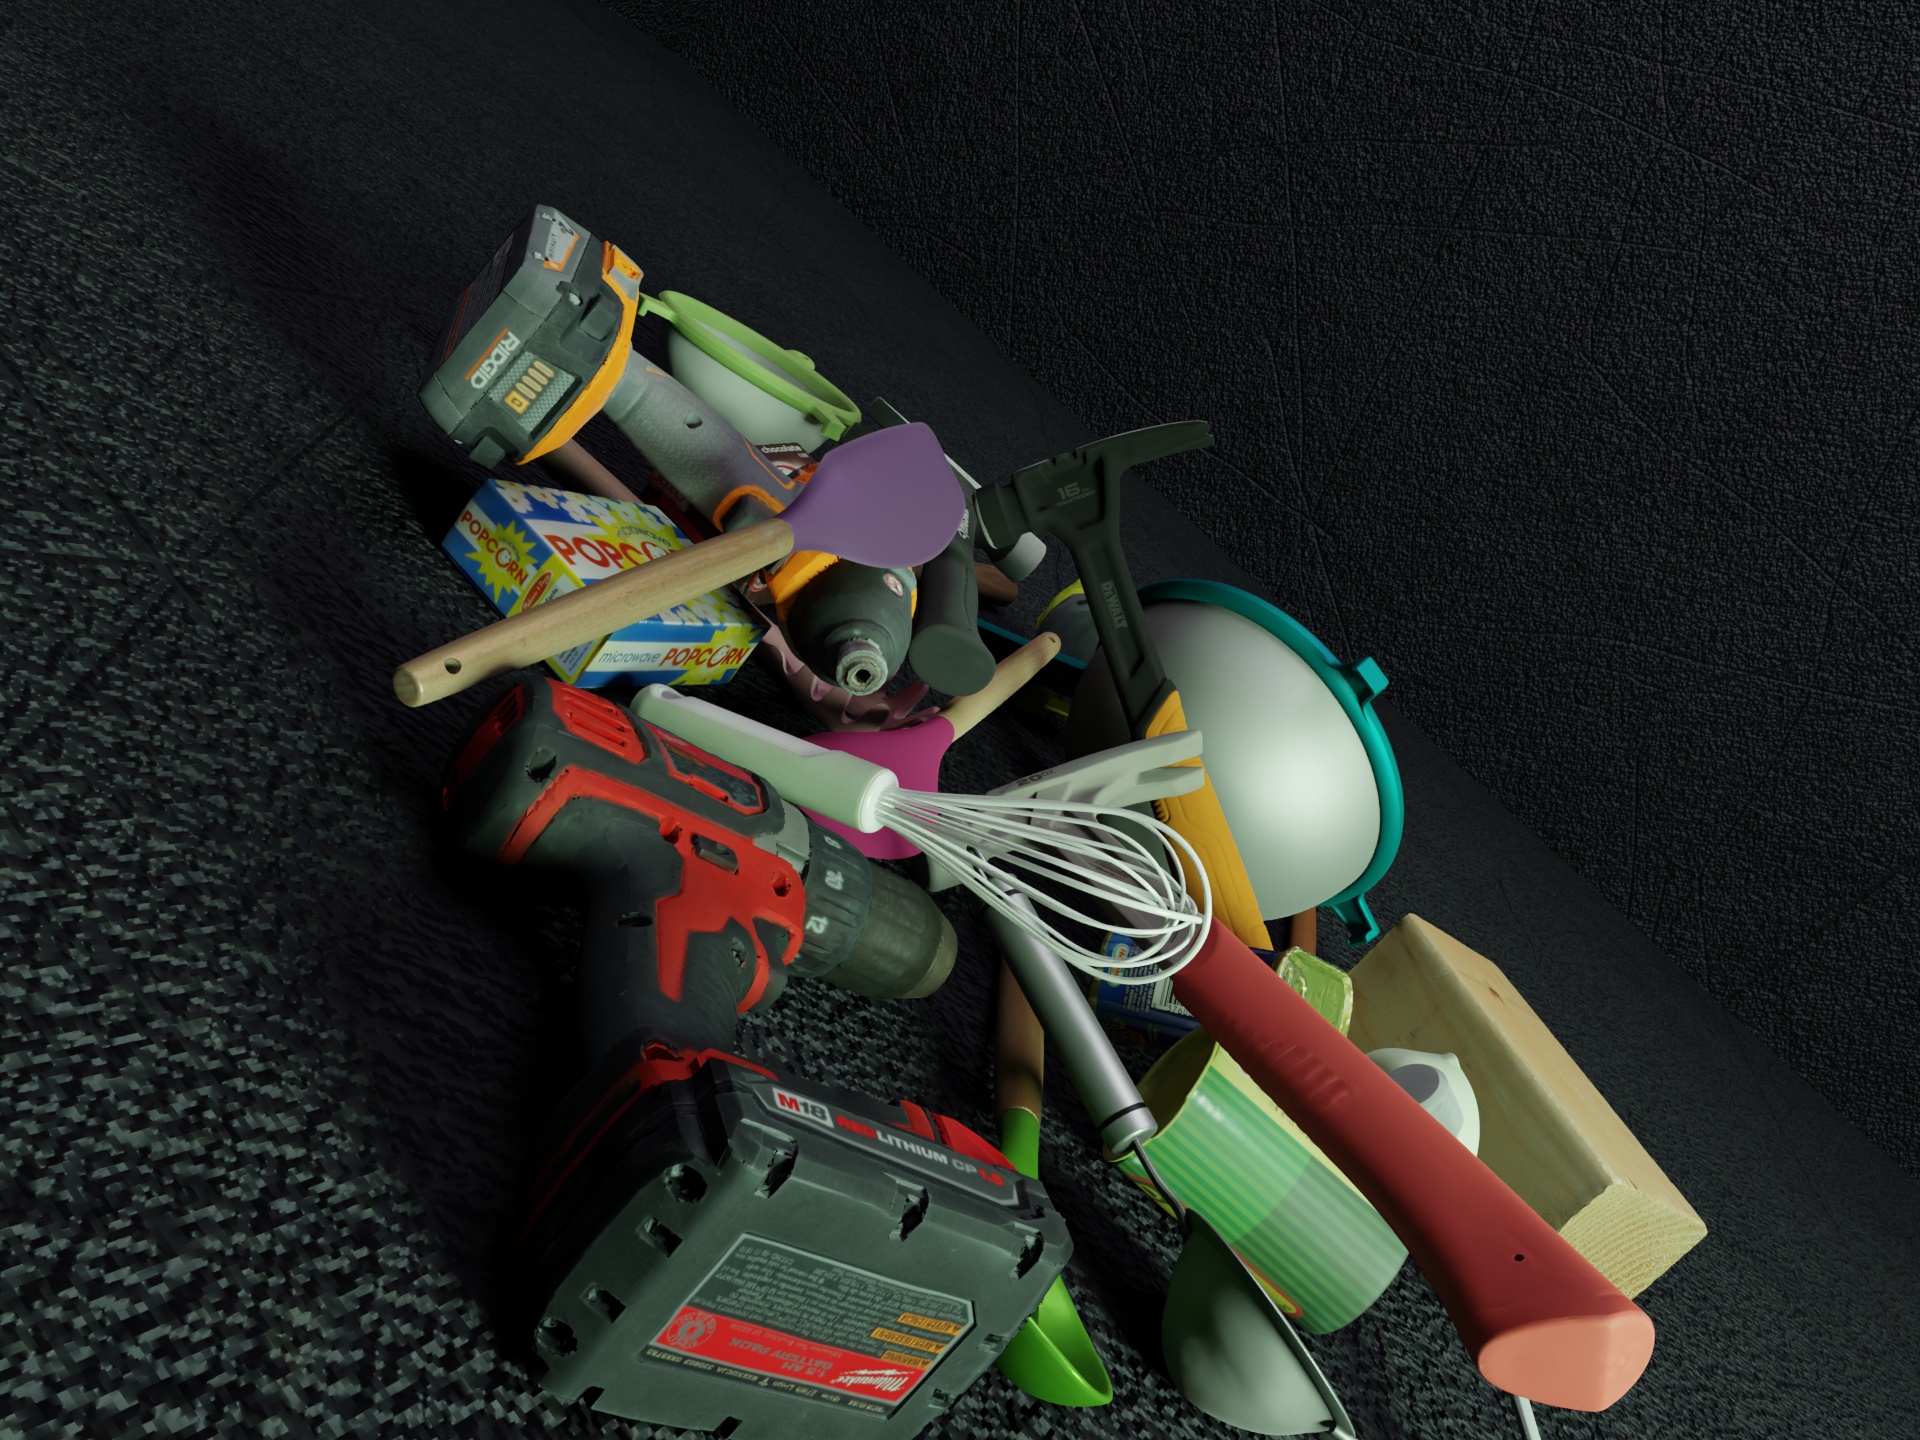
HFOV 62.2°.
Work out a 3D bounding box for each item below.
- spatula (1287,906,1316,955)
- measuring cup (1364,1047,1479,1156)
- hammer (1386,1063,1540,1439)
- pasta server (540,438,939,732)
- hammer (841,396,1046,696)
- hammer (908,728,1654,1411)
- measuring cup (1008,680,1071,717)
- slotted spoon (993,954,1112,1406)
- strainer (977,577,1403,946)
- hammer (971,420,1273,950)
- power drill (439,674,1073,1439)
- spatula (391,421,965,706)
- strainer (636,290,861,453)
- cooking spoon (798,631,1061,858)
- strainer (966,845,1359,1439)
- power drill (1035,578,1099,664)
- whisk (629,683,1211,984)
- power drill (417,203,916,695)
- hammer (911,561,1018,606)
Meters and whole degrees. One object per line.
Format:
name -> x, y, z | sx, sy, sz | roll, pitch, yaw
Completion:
spatula -> 0.236, 0.126, 1.068 | 0.081, 0.041, 0.322 | 42, 17, 2
measuring cup -> 0.191, 0.183, 0.797 | 0.038, 0.083, 0.168 | 15, 9, -23
hammer -> 0.207, 0.286, 0.531 | 0.144, 0.035, 0.406 | 62, 15, -17
pasta server -> -0.142, -0.092, 0.787 | 0.316, 0.040, 0.060 | 41, 24, 7
hammer -> -0.010, -0.091, 0.865 | 0.146, 0.035, 0.335 | 41, 16, -14
hammer -> 0.113, 0.102, 0.582 | 0.149, 0.036, 0.359 | -17, 29, -18
measuring cup -> 0.072, -0.021, 1.097 | 0.156, 0.029, 0.062 | 21, 25, -45
slotted spoon -> 0.022, 0.136, 0.577 | 0.070, 0.031, 0.314 | 51, 12, -11
strainer -> 0.083, 0.013, 0.914 | 0.341, 0.095, 0.210 | 26, -41, 38
hammer -> 0.111, 0.018, 0.783 | 0.034, 0.127, 0.337 | 34, 39, -73
power drill -> -0.051, 0.088, 0.456 | 0.187, 0.080, 0.227 | 30, 16, -34
spatula -> -0.081, -0.060, 0.588 | 0.316, 0.018, 0.060 | -32, 98, -53
strainer -> -0.141, -0.223, 1.087 | 0.151, 0.069, 0.256 | 33, 13, -4
cooking spoon -> -0.001, -0.002, 0.754 | 0.069, 0.017, 0.319 | 41, 24, 5
strainer -> 0.060, 0.148, 0.544 | 0.259, 0.050, 0.086 | 60, -9, 27
power drill -> 0.143, -0.003, 1.083 | 0.223, 0.080, 0.171 | 46, 12, -4
whisk -> -0.023, 0.031, 0.578 | 0.246, 0.059, 0.057 | 20, 11, 24
power drill -> -0.109, -0.103, 0.674 | 0.226, 0.084, 0.164 | 37, 19, -28
hammer -> -0.039, -0.108, 1.076 | 0.130, 0.031, 0.331 | 46, 16, 18
